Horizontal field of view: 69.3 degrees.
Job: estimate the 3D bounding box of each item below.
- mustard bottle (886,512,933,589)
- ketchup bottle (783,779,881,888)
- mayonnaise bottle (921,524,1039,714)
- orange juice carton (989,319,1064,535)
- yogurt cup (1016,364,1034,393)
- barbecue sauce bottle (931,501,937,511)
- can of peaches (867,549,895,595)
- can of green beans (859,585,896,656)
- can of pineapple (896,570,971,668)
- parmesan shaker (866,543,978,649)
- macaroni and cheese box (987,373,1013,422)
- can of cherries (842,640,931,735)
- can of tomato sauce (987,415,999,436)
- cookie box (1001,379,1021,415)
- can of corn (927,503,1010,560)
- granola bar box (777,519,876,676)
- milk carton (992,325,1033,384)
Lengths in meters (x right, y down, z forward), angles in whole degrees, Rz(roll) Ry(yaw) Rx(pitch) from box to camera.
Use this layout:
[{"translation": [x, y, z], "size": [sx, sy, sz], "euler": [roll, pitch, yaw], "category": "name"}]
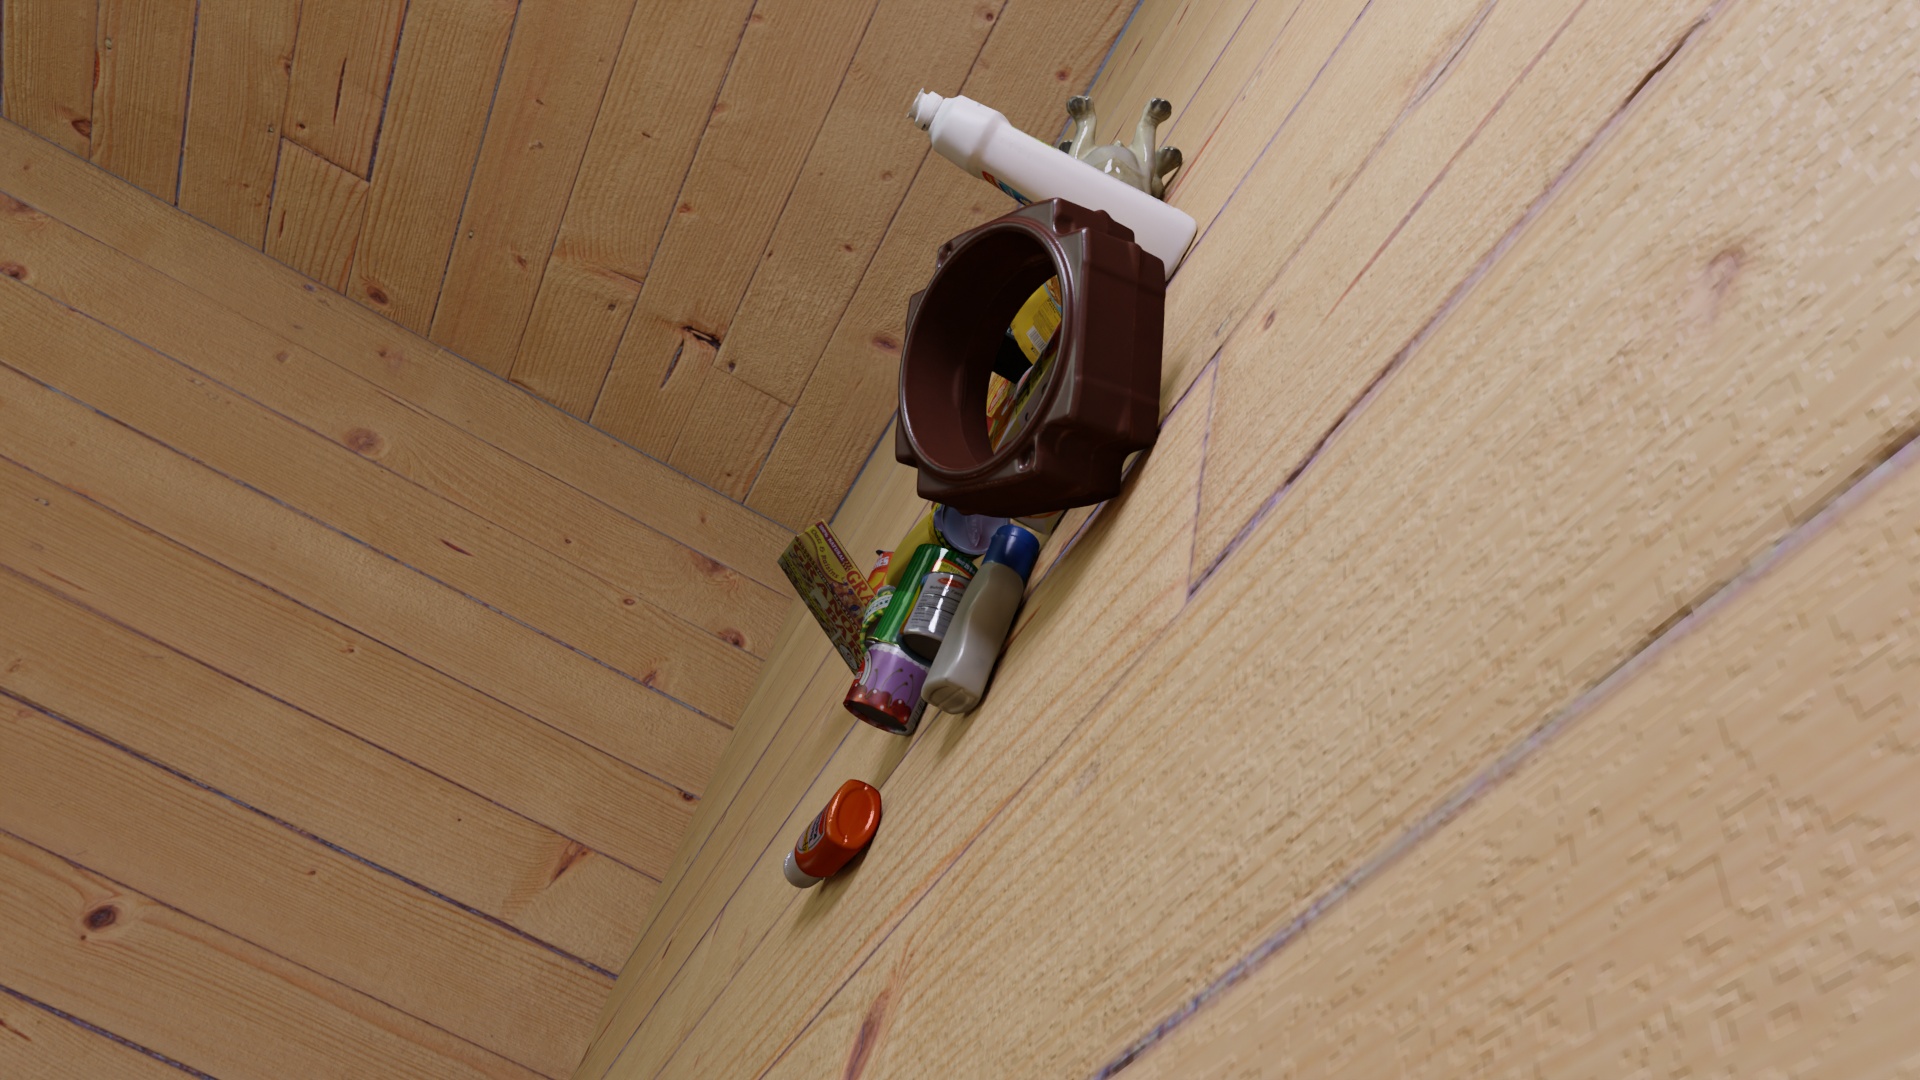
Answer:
[{"translation": [-0.013, -0.001, 1.374], "size": [0.159, 0.065, 0.049], "euler": [-49, 19, 35], "category": "mustard bottle"}, {"translation": [-0.112, 0.257, 1.179], "size": [0.148, 0.043, 0.065], "euler": [-53, 12, 51], "category": "ketchup bottle"}, {"translation": [0.018, 0.057, 1.046], "size": [0.149, 0.041, 0.064], "euler": [-65, 10, -29], "category": "mayonnaise bottle"}, {"translation": [0.085, -0.107, 1.060], "size": [0.192, 0.073, 0.072], "euler": [-58, 9, 23], "category": "orange juice carton"}, {"translation": [0.081, -0.109, 1.134], "size": [0.072, 0.072, 0.054], "euler": [-58, 17, 23], "category": "yogurt cup"}, {"translation": [-0.006, -0.049, 1.550], "size": [0.064, 0.043, 0.149], "euler": [-55, 11, 39], "category": "barbecue sauce bottle"}, {"translation": [-0.073, 0.052, 1.531], "size": [0.058, 0.071, 0.071], "euler": [-66, 9, -21], "category": "can of peaches"}, {"translation": [-0.065, 0.088, 1.365], "size": [0.071, 0.071, 0.058], "euler": [-60, 8, 15], "category": "can of green beans"}, {"translation": [-0.011, 0.067, 1.105], "size": [0.058, 0.071, 0.070], "euler": [-66, 9, -27], "category": "can of pineapple"}, {"translation": [-0.033, 0.061, 1.242], "size": [0.103, 0.071, 0.071], "euler": [-64, 8, -21], "category": "parmesan shaker"}, {"translation": [0.059, -0.166, 1.546], "size": [0.123, 0.040, 0.167], "euler": [-53, 12, 45], "category": "macaroni and cheese box"}, {"translation": [-0.063, 0.128, 1.203], "size": [0.058, 0.071, 0.071], "euler": [-65, 9, -21], "category": "can of cherries"}, {"translation": [0.026, -0.077, 1.296], "size": [0.071, 0.083, 0.071], "euler": [-60, 8, 14], "category": "can of tomato sauce"}, {"translation": [0.101, -0.206, 1.419], "size": [0.122, 0.040, 0.168], "euler": [-55, 10, 40], "category": "cookie box"}, {"translation": [0.005, -0.016, 1.269], "size": [0.071, 0.071, 0.058], "euler": [-64, 7, -13], "category": "can of corn"}, {"translation": [-0.128, 0.067, 1.505], "size": [0.039, 0.165, 0.124], "euler": [-33, -3, -22], "category": "granola bar box"}, {"translation": [0.070, -0.259, 1.382], "size": [0.191, 0.072, 0.073], "euler": [-66, 10, -25], "category": "milk carton"}]
